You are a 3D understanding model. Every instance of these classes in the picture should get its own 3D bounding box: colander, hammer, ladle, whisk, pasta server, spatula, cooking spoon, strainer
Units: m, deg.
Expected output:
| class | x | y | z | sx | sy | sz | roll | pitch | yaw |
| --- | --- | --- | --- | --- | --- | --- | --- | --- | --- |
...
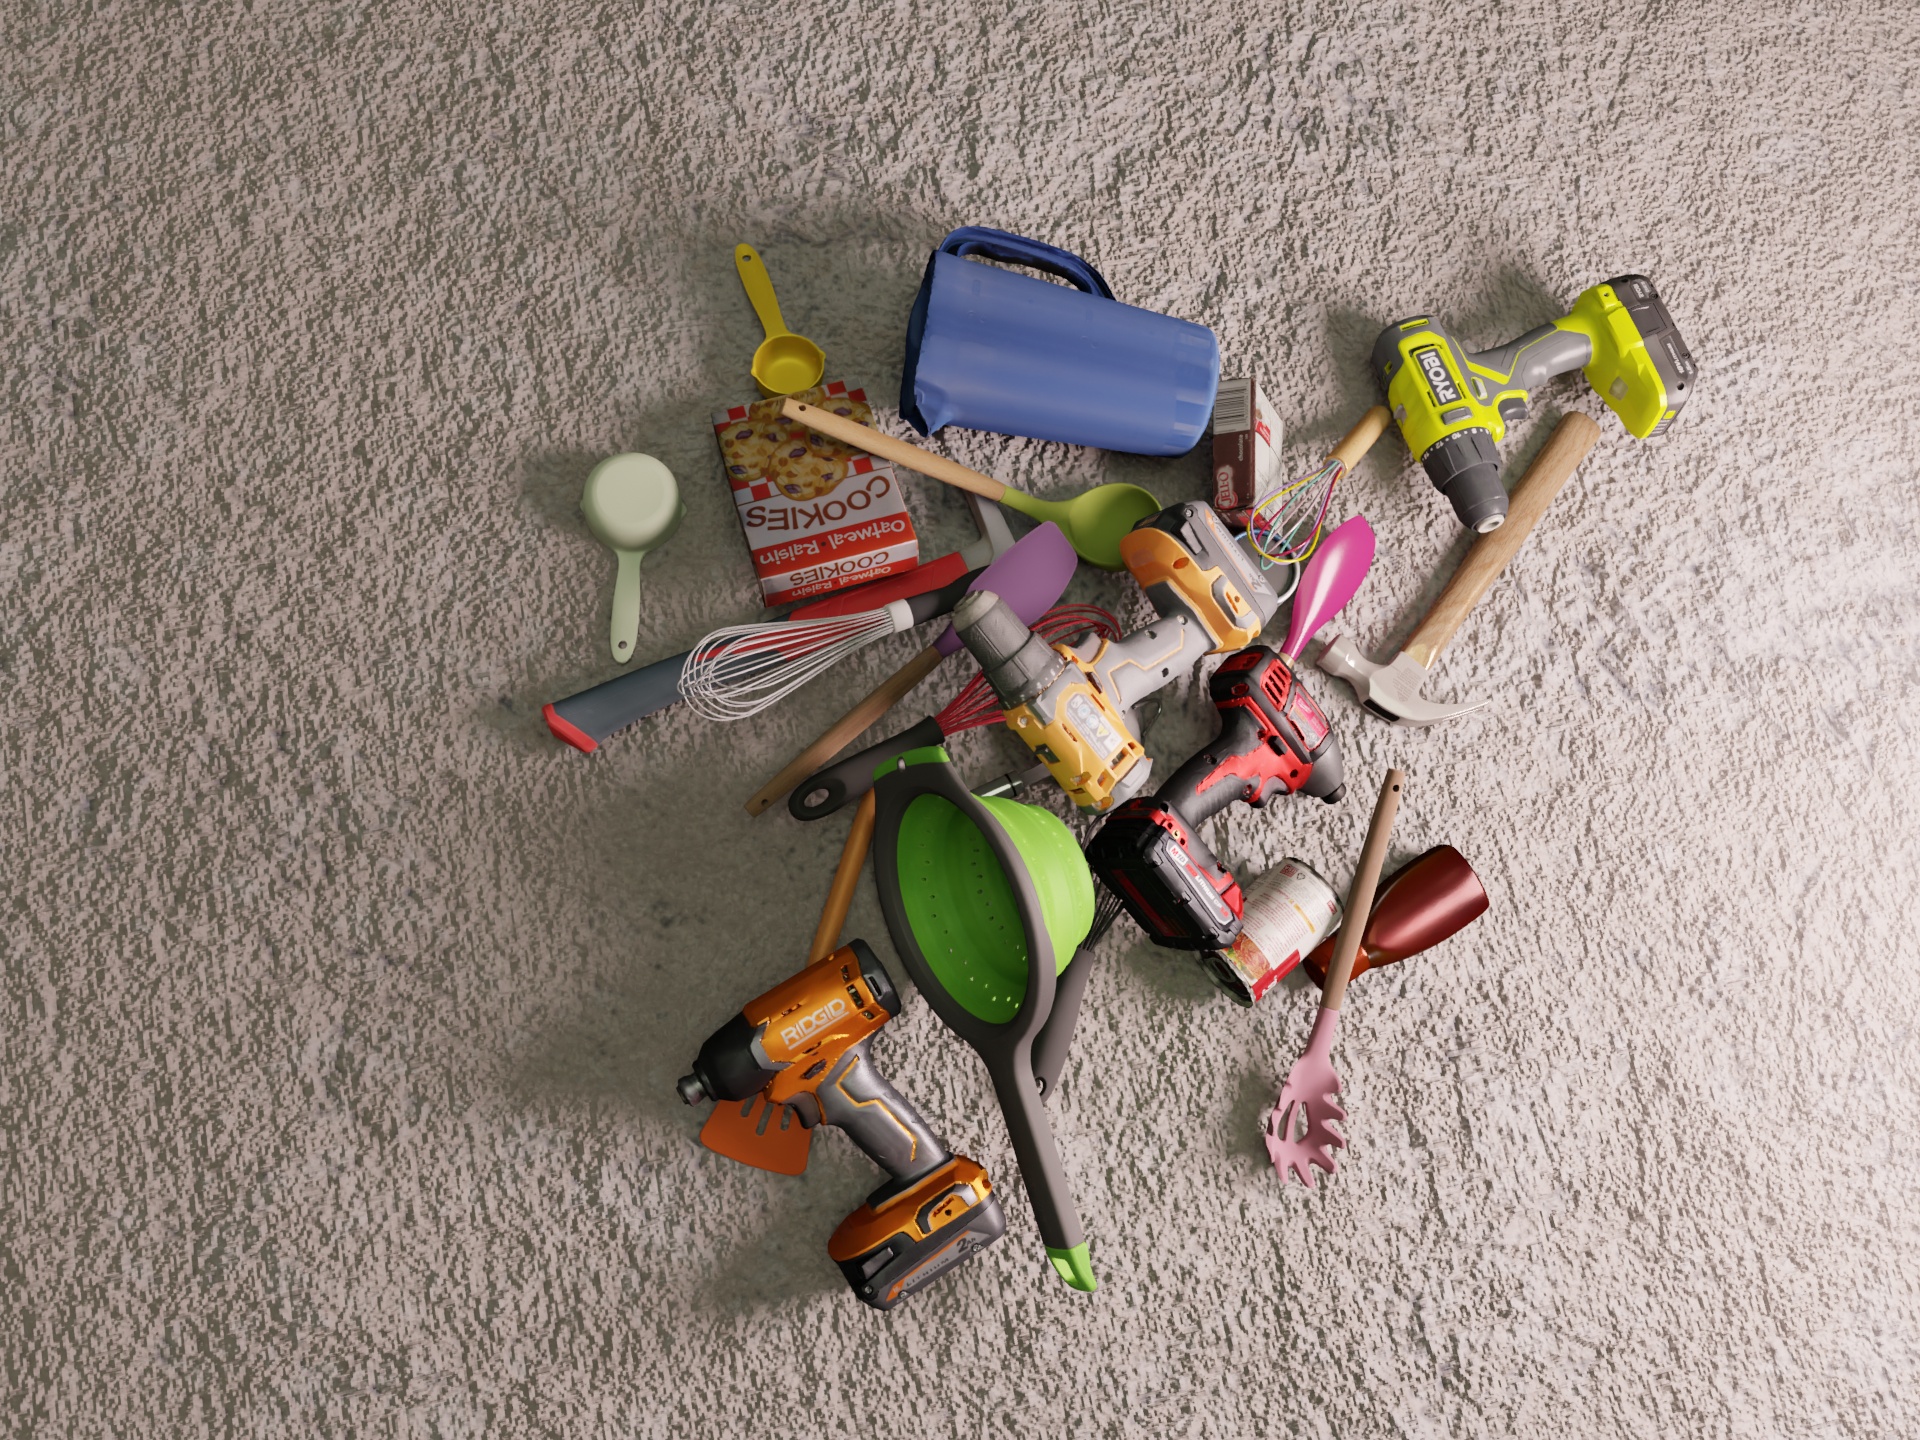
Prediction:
| class | x | y | z | sx | sy | sz | roll | pitch | yaw |
| --- | --- | --- | --- | --- | --- | --- | --- | --- | --- |
| colander | 0.053 | 0.201 | 1.136 | 0.094 | 0.204 | 0.397 | -17 | 89 | -31 |
| hammer | 0.438 | -0.130 | 1.324 | 0.130 | 0.031 | 0.331 | 38 | 75 | 3 |
| ladle | 0.014 | -0.190 | 1.225 | 0.320 | 0.062 | 0.078 | 19 | 62 | -22 |
| hammer | -0.139 | -0.079 | 1.231 | 0.386 | 0.038 | 0.143 | -21 | 79 | -12 |
| whisk | 0.093 | 0.176 | 1.201 | 0.055 | 0.055 | 0.239 | 20 | 79 | -3 |
| pasta server | 0.285 | 0.190 | 1.183 | 0.060 | 0.040 | 0.316 | 14 | 94 | -14 |
| spatula | -0.104 | 0.171 | 1.186 | 0.081 | 0.041 | 0.323 | 19 | 71 | -4 |
| cooking spoon | 0.247 | -0.029 | 1.270 | 0.319 | 0.017 | 0.068 | -56 | 132 | -10 |
| whisk | 0.294 | -0.190 | 1.274 | 0.047 | 0.051 | 0.245 | 14 | 42 | 32 |
| strainer | 0.050 | 0.047 | 1.217 | 0.258 | 0.050 | 0.086 | -24 | 115 | -9 |
| spatula | -0.035 | -0.033 | 1.188 | 0.316 | 0.018 | 0.059 | -40 | 114 | -8 |
| whisk | -0.002 | -0.004 | 1.215 | 0.296 | 0.073 | 0.073 | -30 | 83 | -13 |
| whisk | -0.076 | -0.068 | 1.191 | 0.284 | 0.070 | 0.070 | -20 | 80 | -17 |

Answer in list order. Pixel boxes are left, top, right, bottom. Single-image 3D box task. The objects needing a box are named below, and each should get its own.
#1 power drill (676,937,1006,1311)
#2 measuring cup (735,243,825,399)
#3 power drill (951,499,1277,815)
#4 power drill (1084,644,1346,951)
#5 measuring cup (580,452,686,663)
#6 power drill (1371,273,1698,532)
| class | x | y | z | sx | sy | sz | roll | pitch | yaw |
| --- | --- | --- | --- | --- | --- | --- | --- | --- | --- |
| power drill | -0.084 | 0.289 | 1.111 | 0.164 | 0.084 | 0.226 | -29 | 94 | -13 |
| measuring cup | -0.155 | -0.322 | 1.298 | 0.062 | 0.029 | 0.157 | -17 | 68 | -11 |
| power drill | 0.110 | -0.069 | 1.172 | 0.185 | 0.084 | 0.226 | 49 | 65 | -12 |
| power drill | 0.205 | 0.062 | 1.195 | 0.143 | 0.078 | 0.220 | 50 | 63 | -18 |
| measuring cup | -0.256 | -0.128 | 1.226 | 0.083 | 0.038 | 0.168 | 3 | 74 | -7 |
| power drill | 0.478 | -0.265 | 1.318 | 0.228 | 0.080 | 0.191 | -17 | 70 | -2 |
